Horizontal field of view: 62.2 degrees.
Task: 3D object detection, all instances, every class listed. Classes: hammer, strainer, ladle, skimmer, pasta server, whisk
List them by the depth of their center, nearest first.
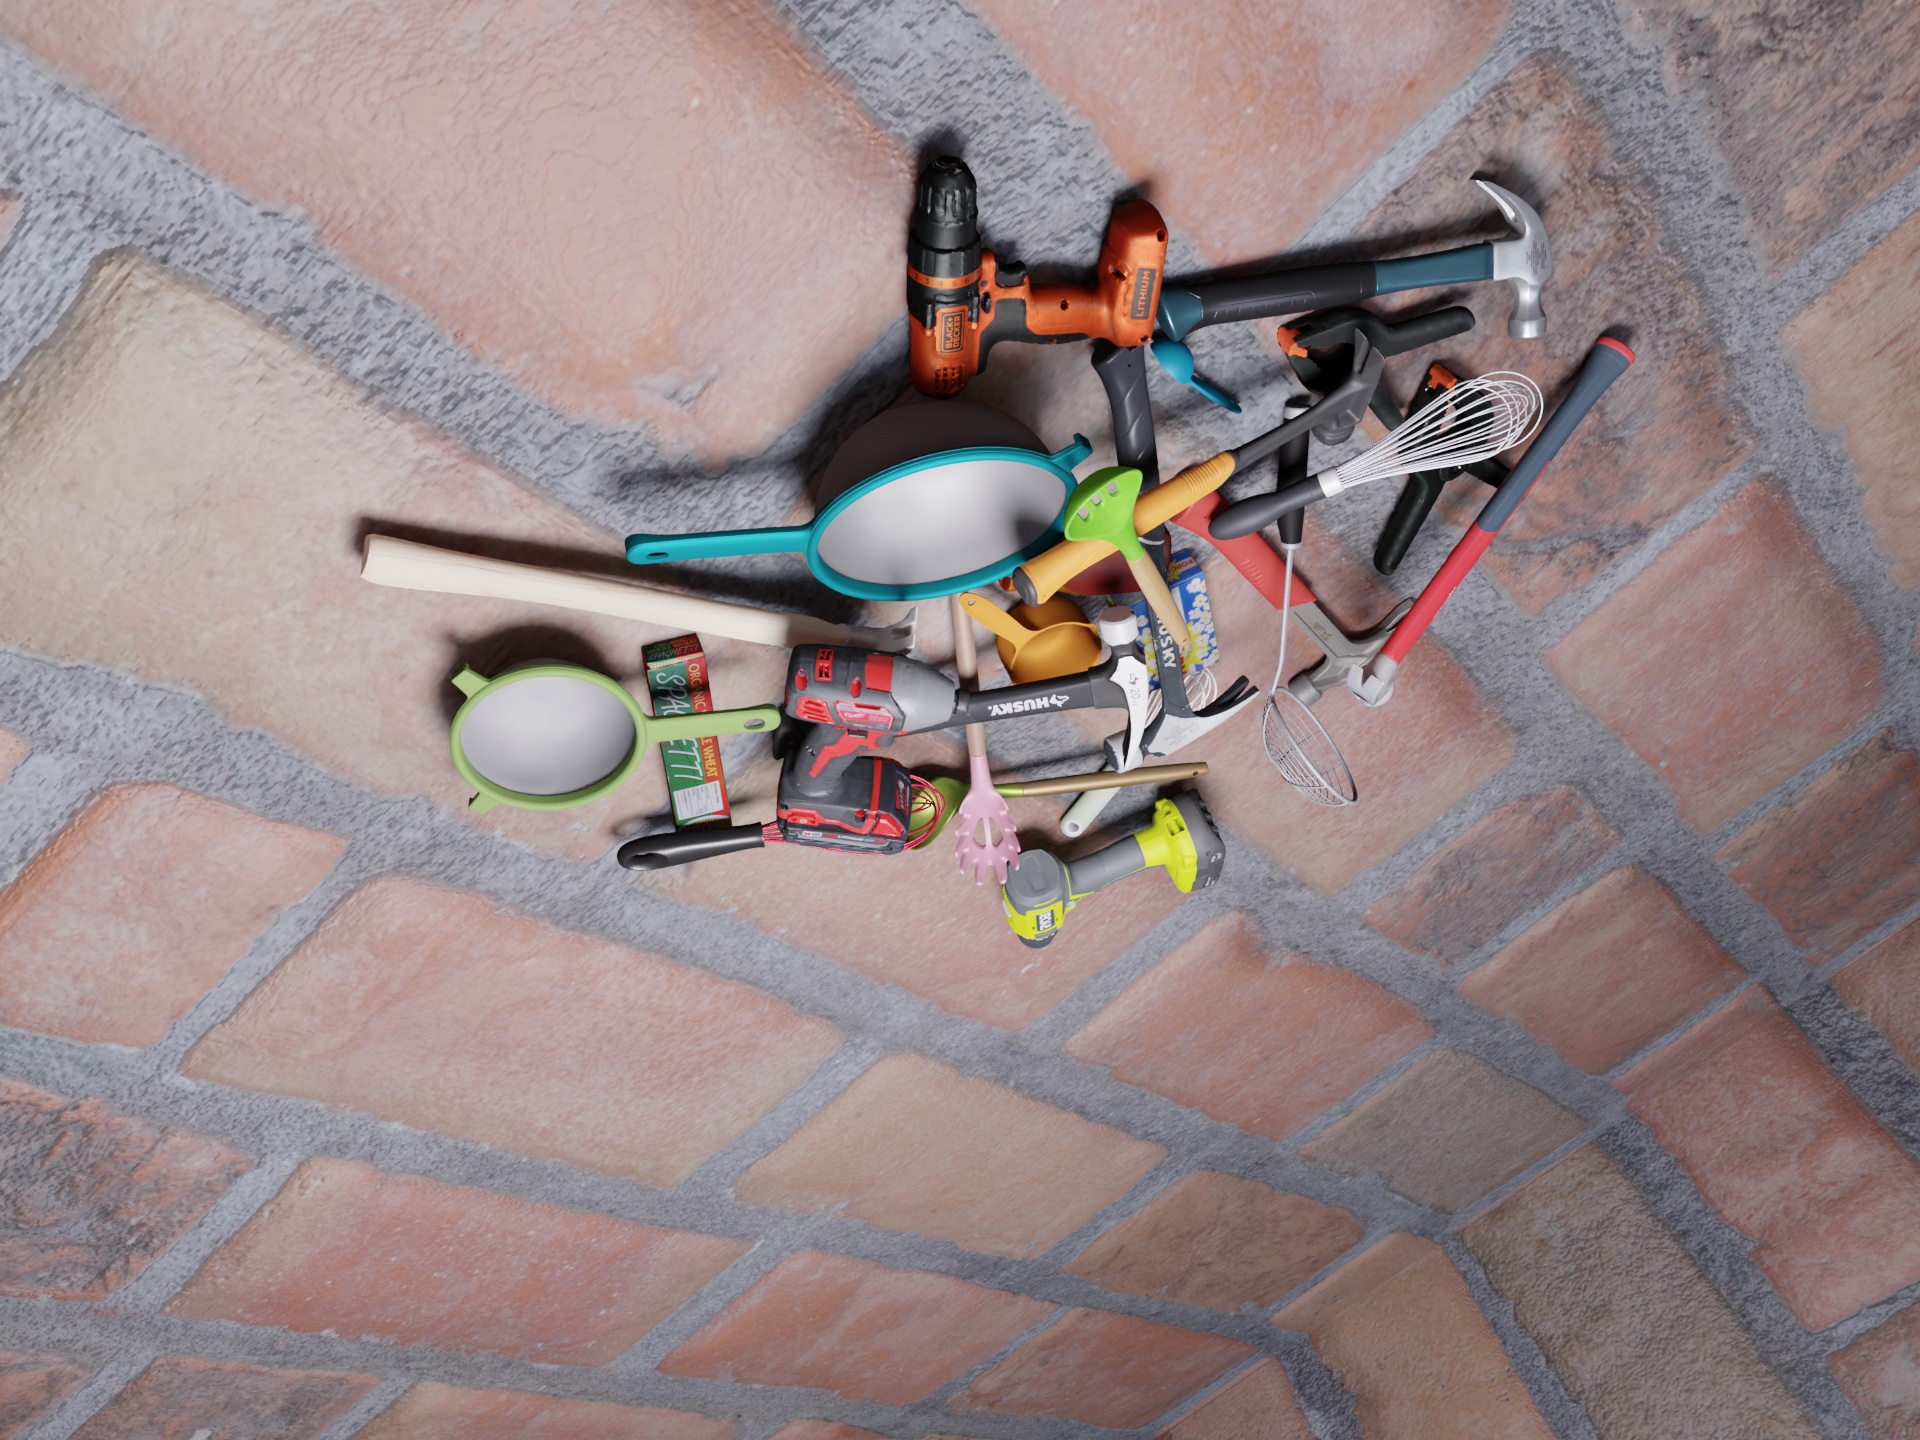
[{"bbox_3d":[-0.083,-0.172,1.190,0.340,0.095,0.211,-7,158,-15],"label":"strainer"},{"bbox_3d":[-0.233,-0.090,1.201,0.410,0.038,0.146,9,169,-28],"label":"hammer"},{"bbox_3d":[0.309,-0.343,1.247,0.331,0.033,0.128,-11,113,-10],"label":"hammer"},{"bbox_3d":[0.186,-0.188,1.248,0.337,0.034,0.127,-31,162,-12],"label":"hammer"},{"bbox_3d":[-0.276,-0.008,1.273,0.256,0.069,0.151,-5,133,-15],"label":"strainer"},{"bbox_3d":[0.335,-0.211,1.308,0.284,0.070,0.070,-21,142,21],"label":"whisk"},{"bbox_3d":[0.166,-0.140,1.340,0.149,0.036,0.408,-22,127,-10],"label":"hammer"},{"bbox_3d":[-0.002,-0.004,1.376,0.335,0.035,0.146,-9,122,8],"label":"hammer"},{"bbox_3d":[0.319,-0.098,1.409,0.090,0.127,0.363,3,113,11],"label":"skimmer"},{"bbox_3d":[-0.157,0.099,1.418,0.296,0.073,0.073,-9,136,-9],"label":"whisk"},{"bbox_3d":[0.013,0.010,1.419,0.060,0.040,0.316,-5,122,3],"label":"pasta server"},{"bbox_3d":[0.472,-0.179,1.421,0.386,0.038,0.143,-55,164,5],"label":"hammer"},{"bbox_3d":[0.302,-0.133,1.476,0.149,0.037,0.358,-40,137,14],"label":"hammer"},{"bbox_3d":[0.088,0.071,1.526,0.320,0.062,0.078,-6,129,-10],"label":"ladle"},{"bbox_3d":[0.171,0.031,1.574,0.058,0.059,0.246,34,122,-5],"label":"whisk"}]

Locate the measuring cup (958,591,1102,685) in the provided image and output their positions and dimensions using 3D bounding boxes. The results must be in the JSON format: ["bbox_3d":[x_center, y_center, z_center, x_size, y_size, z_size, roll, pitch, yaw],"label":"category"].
[{"bbox_3d":[0.049,-0.085,1.386,0.095,0.052,0.173,-43,134,18],"label":"measuring cup"}]

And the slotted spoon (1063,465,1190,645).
[{"bbox_3d":[0.139,-0.118,1.230,0.070,0.031,0.313,-40,153,4],"label":"slotted spoon"}]

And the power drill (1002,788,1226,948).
[{"bbox_3d":[0.153,0.165,1.663,0.228,0.080,0.190,-20,154,-6],"label":"power drill"}]

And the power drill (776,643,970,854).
[{"bbox_3d":[-0.077,0.021,1.295,0.143,0.079,0.219,7,145,-7],"label":"power drill"}]

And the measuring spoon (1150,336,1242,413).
[{"bbox_3d":[0.198,-0.277,1.278,0.021,0.042,0.128,-40,145,26],"label":"measuring spoon"}]
